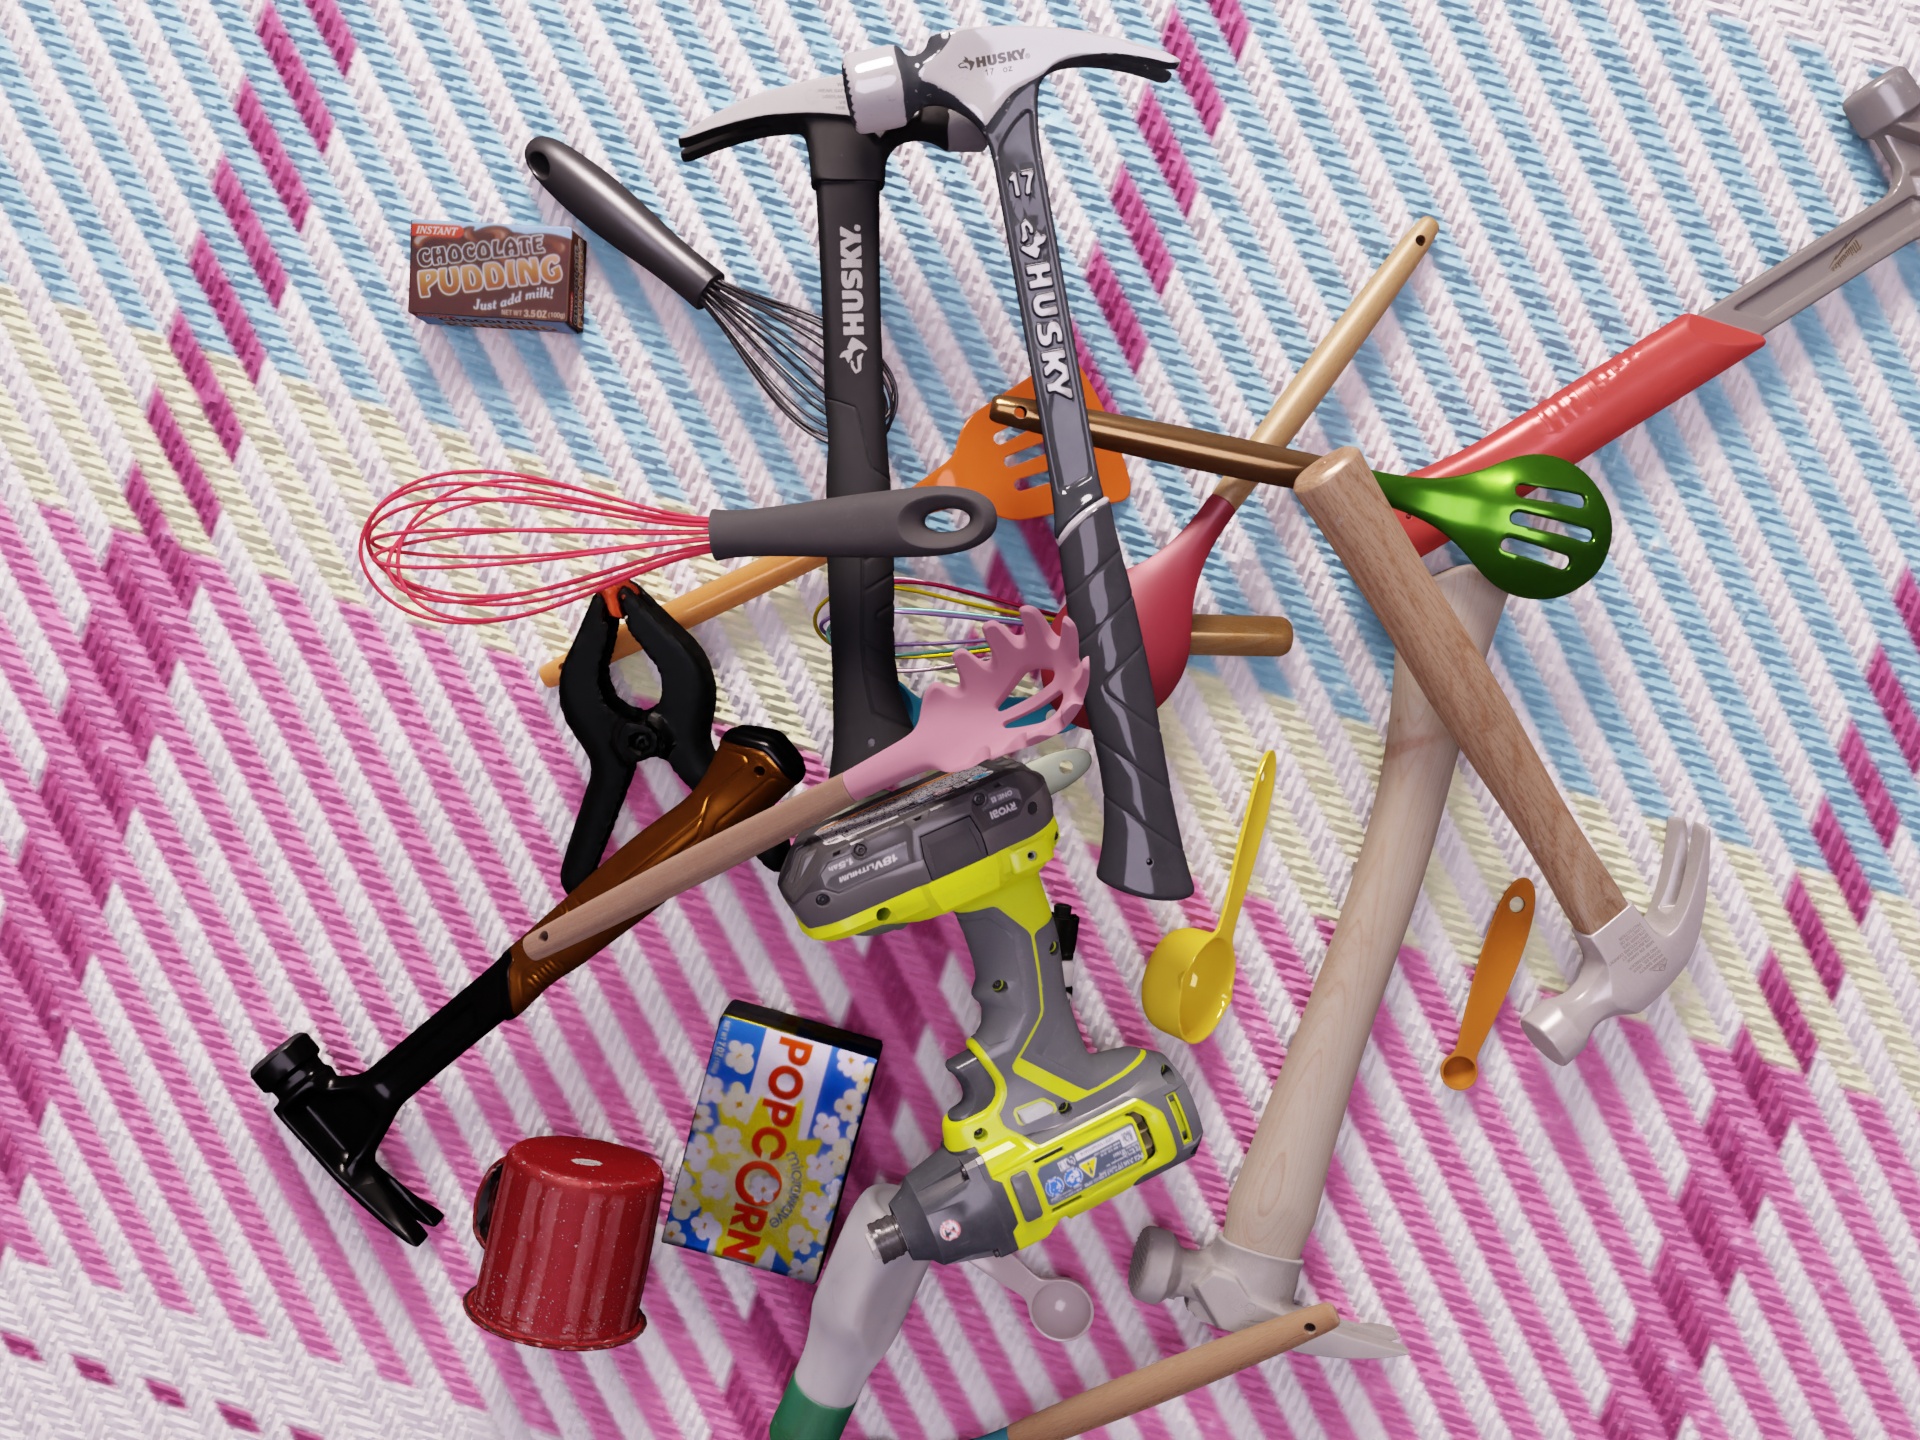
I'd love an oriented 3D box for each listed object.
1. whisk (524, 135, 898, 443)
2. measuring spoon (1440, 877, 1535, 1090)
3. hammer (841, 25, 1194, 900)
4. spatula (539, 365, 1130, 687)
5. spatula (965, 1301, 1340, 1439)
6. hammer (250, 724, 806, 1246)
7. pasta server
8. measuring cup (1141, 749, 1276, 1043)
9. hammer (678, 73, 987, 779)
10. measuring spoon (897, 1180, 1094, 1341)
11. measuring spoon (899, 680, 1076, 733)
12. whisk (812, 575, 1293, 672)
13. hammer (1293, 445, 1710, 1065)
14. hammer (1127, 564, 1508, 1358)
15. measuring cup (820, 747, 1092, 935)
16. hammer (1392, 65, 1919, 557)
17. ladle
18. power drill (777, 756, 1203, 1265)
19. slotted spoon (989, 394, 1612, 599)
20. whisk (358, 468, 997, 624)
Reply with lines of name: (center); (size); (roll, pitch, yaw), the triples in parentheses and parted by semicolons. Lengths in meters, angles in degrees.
whisk: (-0.127, -0.220, 0.804); (0.239, 0.055, 0.055); (39, 93, 3)
measuring spoon: (0.276, 0.137, 0.832); (0.021, 0.011, 0.117); (19, 90, -2)
hammer: (0.058, -0.114, 0.737); (0.149, 0.036, 0.409); (-12, 96, -2)
spatula: (-0.071, -0.088, 0.822); (0.322, 0.041, 0.081); (-24, 92, 7)
spatula: (0.049, 0.369, 0.818); (0.317, 0.044, 0.082); (-28, 89, 13)
hammer: (-0.205, 0.125, 0.806); (0.337, 0.034, 0.127); (-40, 93, 11)
pasta server: (-0.078, 0.040, 0.736); (0.316, 0.040, 0.060); (-27, 64, 14)
measuring cup: (0.130, 0.087, 0.820); (0.029, 0.062, 0.156); (11, 79, 36)
hammer: (-0.055, -0.136, 0.758); (0.146, 0.035, 0.335); (-2, 92, -6)
measuring spoon: (0.018, 0.282, 0.845); (0.124, 0.018, 0.034); (36, 100, 6)
measuring spoon: (-0.001, -0.003, 0.830); (0.128, 0.021, 0.042); (1, 92, -8)
whisk: (0.048, -0.047, 0.807); (0.245, 0.051, 0.047); (1, 111, -3)
hammer: (0.262, 0.009, 0.775); (0.130, 0.031, 0.331); (-38, 106, -6)
hammer: (0.215, 0.123, 0.818); (0.146, 0.038, 0.410); (17, 93, -1)
measuring cup: (-0.009, 0.055, 0.818); (0.167, 0.038, 0.083); (-25, 92, 5)
hammer: (0.356, -0.168, 0.799); (0.359, 0.037, 0.149); (-32, 92, 2)
ladle: (0.147, -0.127, 0.792); (0.069, 0.031, 0.315); (37, 84, -6)
power drill: (0.004, 0.145, 0.772); (0.171, 0.080, 0.223); (-23, 99, -13)
slotted spoon: (0.168, -0.117, 0.766); (0.313, 0.031, 0.070); (12, 94, -2)
whisk: (-0.131, -0.084, 0.723); (0.296, 0.073, 0.073); (-3, 93, 4)
